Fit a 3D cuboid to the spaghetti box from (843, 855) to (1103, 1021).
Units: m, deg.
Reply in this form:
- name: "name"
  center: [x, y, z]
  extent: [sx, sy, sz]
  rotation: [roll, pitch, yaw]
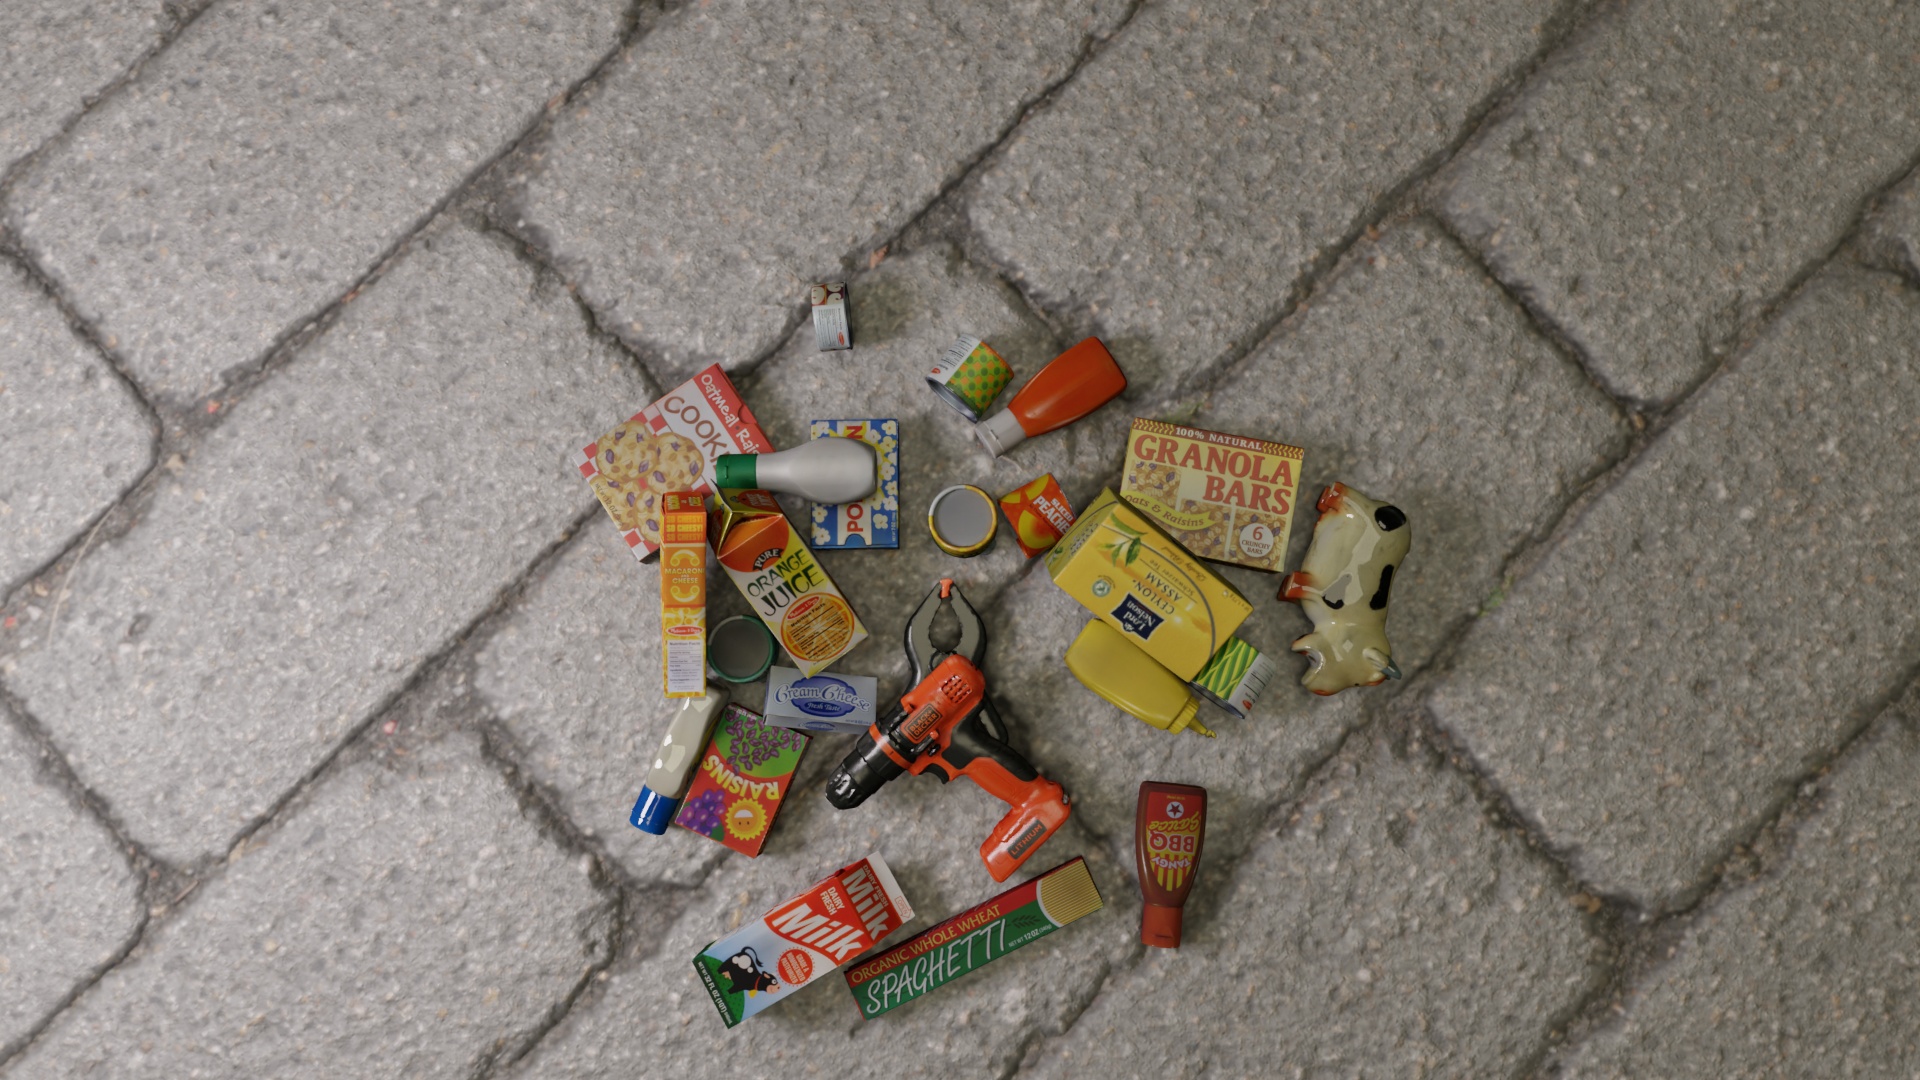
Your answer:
- name: "spaghetti box"
  center: [0.012, 0.372, 1.297]
  extent: [0.250, 0.028, 0.050]
  rotation: [-25, 83, -3]

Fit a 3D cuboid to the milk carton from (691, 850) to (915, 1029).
- name: "milk carton"
  center: [-0.141, 0.363, 1.276]
  extent: [0.191, 0.073, 0.072]
  rotation: [-30, 84, -3]

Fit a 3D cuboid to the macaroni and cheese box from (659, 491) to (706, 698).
- name: "macaroni and cheese box"
  center: [-0.253, 0.046, 1.266]
  extent: [0.040, 0.124, 0.166]
  rotation: [-1, 100, -13]

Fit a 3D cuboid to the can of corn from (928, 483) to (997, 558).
- name: "can of corn"
  center: [0.005, -0.017, 1.328]
  extent: [0.071, 0.058, 0.071]
  rotation: [0, 84, 1]

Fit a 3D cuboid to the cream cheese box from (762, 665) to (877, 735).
- name: "cream cheese box"
  center: [-0.131, 0.151, 1.307]
  extent: [0.104, 0.024, 0.053]
  rotation: [7, 56, -12]

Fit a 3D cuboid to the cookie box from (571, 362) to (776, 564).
- name: "cookie box"
  center: [-0.270, -0.074, 1.344]
  extent: [0.167, 0.040, 0.123]
  rotation: [-34, 85, -4]

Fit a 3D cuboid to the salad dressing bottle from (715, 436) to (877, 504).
- name: "salad dressing bottle"
  center: [-0.153, -0.065, 1.302]
  extent: [0.148, 0.044, 0.064]
  rotation: [-1, 89, 1]

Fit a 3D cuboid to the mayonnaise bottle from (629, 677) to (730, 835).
- name: "mayonnaise bottle"
  center: [-0.264, 0.202, 1.303]
  extent: [0.041, 0.065, 0.148]
  rotation: [24, 88, -1]

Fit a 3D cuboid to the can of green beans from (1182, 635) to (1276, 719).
- name: "can of green beans"
  center: [0.254, 0.126, 1.306]
  extent: [0.071, 0.071, 0.058]
  rotation: [34, 84, 4]

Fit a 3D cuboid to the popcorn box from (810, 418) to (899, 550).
- name: "popcorn box"
  center: [-0.101, -0.054, 1.343]
  extent: [0.085, 0.038, 0.127]
  rotation: [-1, 83, -1]

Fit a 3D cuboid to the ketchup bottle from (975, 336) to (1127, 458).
- name: "ketchup bottle"
  center: [0.085, -0.134, 1.349]
  extent: [0.149, 0.043, 0.065]
  rotation: [-33, 84, -3]

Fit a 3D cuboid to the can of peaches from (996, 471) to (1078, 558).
- name: "can of peaches"
  center: [0.075, -0.023, 1.322]
  extent: [0.058, 0.071, 0.071]
  rotation: [-28, 84, -2]

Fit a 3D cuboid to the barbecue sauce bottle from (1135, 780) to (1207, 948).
- name: "barbecue sauce bottle"
  center: [0.193, 0.302, 1.297]
  extent: [0.065, 0.043, 0.148]
  rotation: [6, 84, -1]

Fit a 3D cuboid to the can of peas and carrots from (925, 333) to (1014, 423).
- name: "can of peas and carrots"
  center: [0.011, -0.156, 1.342]
  extent: [0.071, 0.071, 0.059]
  rotation: [39, 85, 4]

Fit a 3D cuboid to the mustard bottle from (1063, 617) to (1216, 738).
- name: "mustard bottle"
  center: [0.175, 0.140, 1.314]
  extent: [0.160, 0.049, 0.065]
  rotation: [38, 88, 3]

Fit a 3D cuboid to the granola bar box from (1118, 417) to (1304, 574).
- name: "granola bar box"
  center: [0.236, -0.043, 1.340]
  extent: [0.166, 0.039, 0.124]
  rotation: [11, 84, 2]

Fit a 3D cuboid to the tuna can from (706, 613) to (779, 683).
- name: "tuna can"
  center: [-0.207, 0.106, 1.327]
  extent: [0.071, 0.033, 0.071]
  rotation: [0, 83, 1]

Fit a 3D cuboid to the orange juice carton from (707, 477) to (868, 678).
- name: "orange juice carton"
  center: [-0.169, 0.026, 1.274]
  extent: [0.073, 0.072, 0.192]
  rotation: [-35, 115, -4]

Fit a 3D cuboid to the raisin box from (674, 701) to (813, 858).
- name: "raisin box"
  center: [-0.204, 0.225, 1.310]
  extent: [0.086, 0.040, 0.123]
  rotation: [23, 83, 2]

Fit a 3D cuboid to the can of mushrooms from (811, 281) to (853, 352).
- name: "can of mushrooms"
  center: [-0.124, -0.218, 1.350]
  extent: [0.033, 0.071, 0.071]
  rotation: [-6, 84, 1]
